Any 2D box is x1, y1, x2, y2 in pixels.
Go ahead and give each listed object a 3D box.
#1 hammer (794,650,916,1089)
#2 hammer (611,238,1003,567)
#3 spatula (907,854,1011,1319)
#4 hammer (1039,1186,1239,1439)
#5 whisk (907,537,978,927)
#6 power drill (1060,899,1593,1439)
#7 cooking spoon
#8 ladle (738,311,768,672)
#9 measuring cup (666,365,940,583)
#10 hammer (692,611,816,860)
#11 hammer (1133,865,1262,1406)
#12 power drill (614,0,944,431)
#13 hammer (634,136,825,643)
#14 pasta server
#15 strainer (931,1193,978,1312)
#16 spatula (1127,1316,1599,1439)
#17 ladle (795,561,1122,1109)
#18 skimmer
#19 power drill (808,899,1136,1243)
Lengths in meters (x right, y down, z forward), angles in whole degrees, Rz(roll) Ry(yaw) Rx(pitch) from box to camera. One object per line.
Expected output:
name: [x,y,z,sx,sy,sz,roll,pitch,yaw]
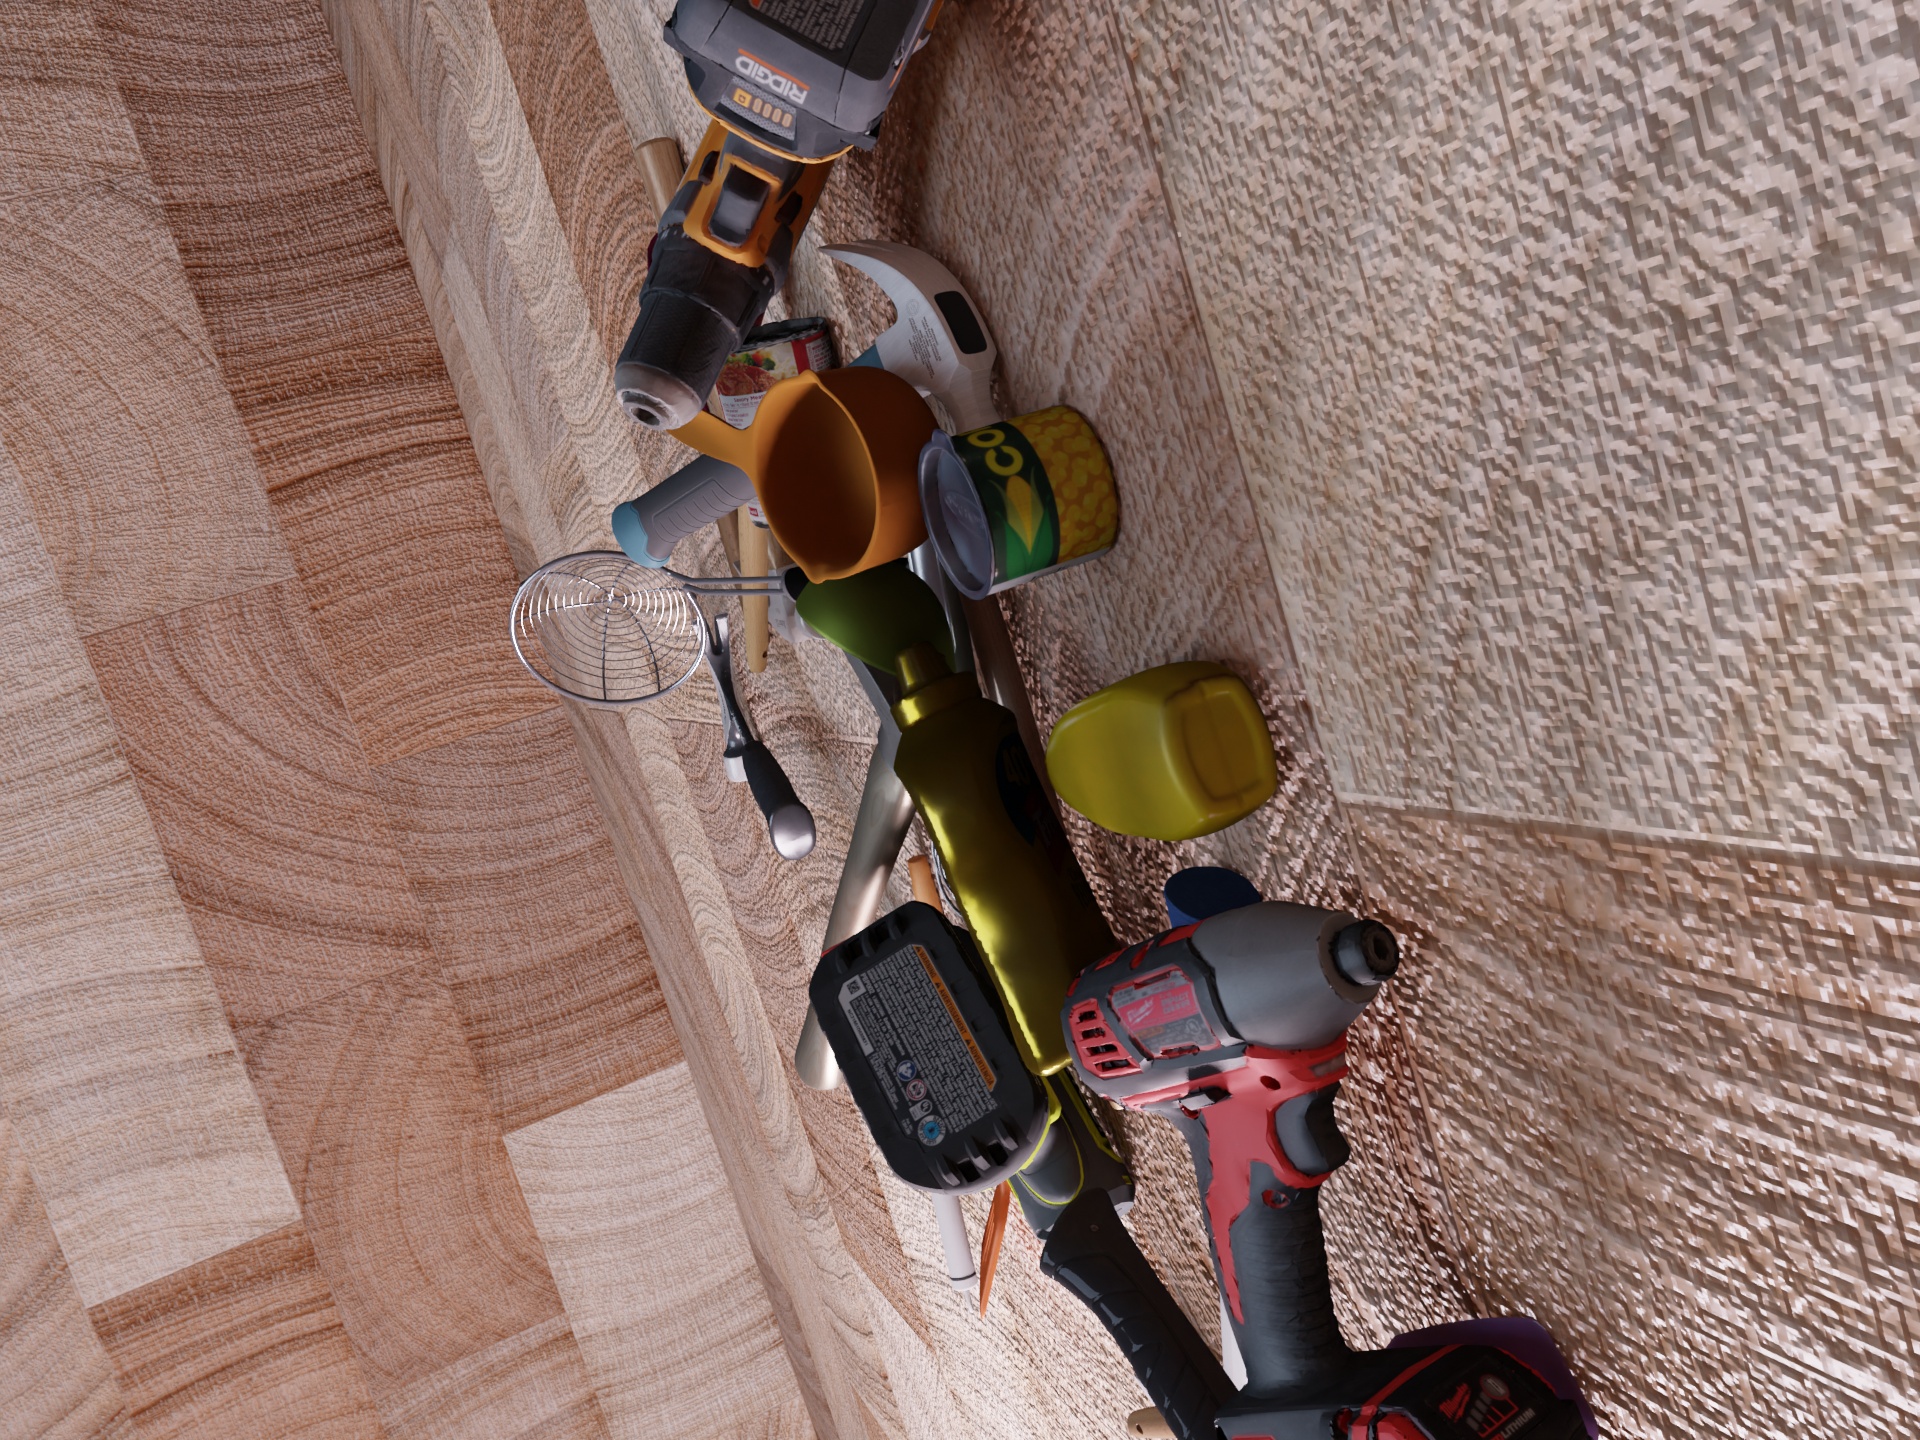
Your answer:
hammer: [-0.073,0.116,1.053,0.146,0.038,0.410,59,149,32]
hammer: [-0.094,-0.137,0.805,0.331,0.033,0.128,-17,93,52]
spatula: [-0.002,0.243,1.069,0.081,0.041,0.322,-84,-19,-75]
hammer: [0.131,0.309,0.598,0.335,0.146,0.035,49,145,45]
whisk: [-0.001,-0.003,0.820,0.058,0.059,0.246,0,108,29]
power drill: [0.125,0.173,0.557,0.143,0.078,0.220,-32,73,48]
cooking spoon: [-0.178,-0.188,1.137,0.069,0.017,0.318,-83,-15,-56]
ladle: [-0.128,-0.161,0.958,0.031,0.069,0.315,19,129,21]
measuring cup: [-0.073,-0.125,0.719,0.174,0.052,0.095,29,128,41]
hammer: [-0.153,0.020,1.181,0.409,0.036,0.149,-138,34,-71]
hammer: [0.121,0.238,0.736,0.144,0.035,0.405,43,147,53]
power drill: [-0.082,-0.228,0.638,0.185,0.084,0.226,-69,12,-16]
hammer: [-0.152,-0.211,1.045,0.130,0.031,0.331,9,117,68]
pasta server: [0.043,0.029,0.763,0.060,0.040,0.316,151,102,-71]
strainer: [-0.019,0.292,1.125,0.087,0.050,0.258,169,88,-85]
spatula: [0.148,0.290,0.665,0.060,0.018,0.316,64,149,13]
ladle: [0.011,0.064,0.785,0.078,0.062,0.320,-89,-25,-72]
skimmer: [-0.146,-0.056,0.950,0.363,0.090,0.127,4,147,49]
power drill: [0.006,0.173,0.831,0.191,0.080,0.228,59,-176,26]
